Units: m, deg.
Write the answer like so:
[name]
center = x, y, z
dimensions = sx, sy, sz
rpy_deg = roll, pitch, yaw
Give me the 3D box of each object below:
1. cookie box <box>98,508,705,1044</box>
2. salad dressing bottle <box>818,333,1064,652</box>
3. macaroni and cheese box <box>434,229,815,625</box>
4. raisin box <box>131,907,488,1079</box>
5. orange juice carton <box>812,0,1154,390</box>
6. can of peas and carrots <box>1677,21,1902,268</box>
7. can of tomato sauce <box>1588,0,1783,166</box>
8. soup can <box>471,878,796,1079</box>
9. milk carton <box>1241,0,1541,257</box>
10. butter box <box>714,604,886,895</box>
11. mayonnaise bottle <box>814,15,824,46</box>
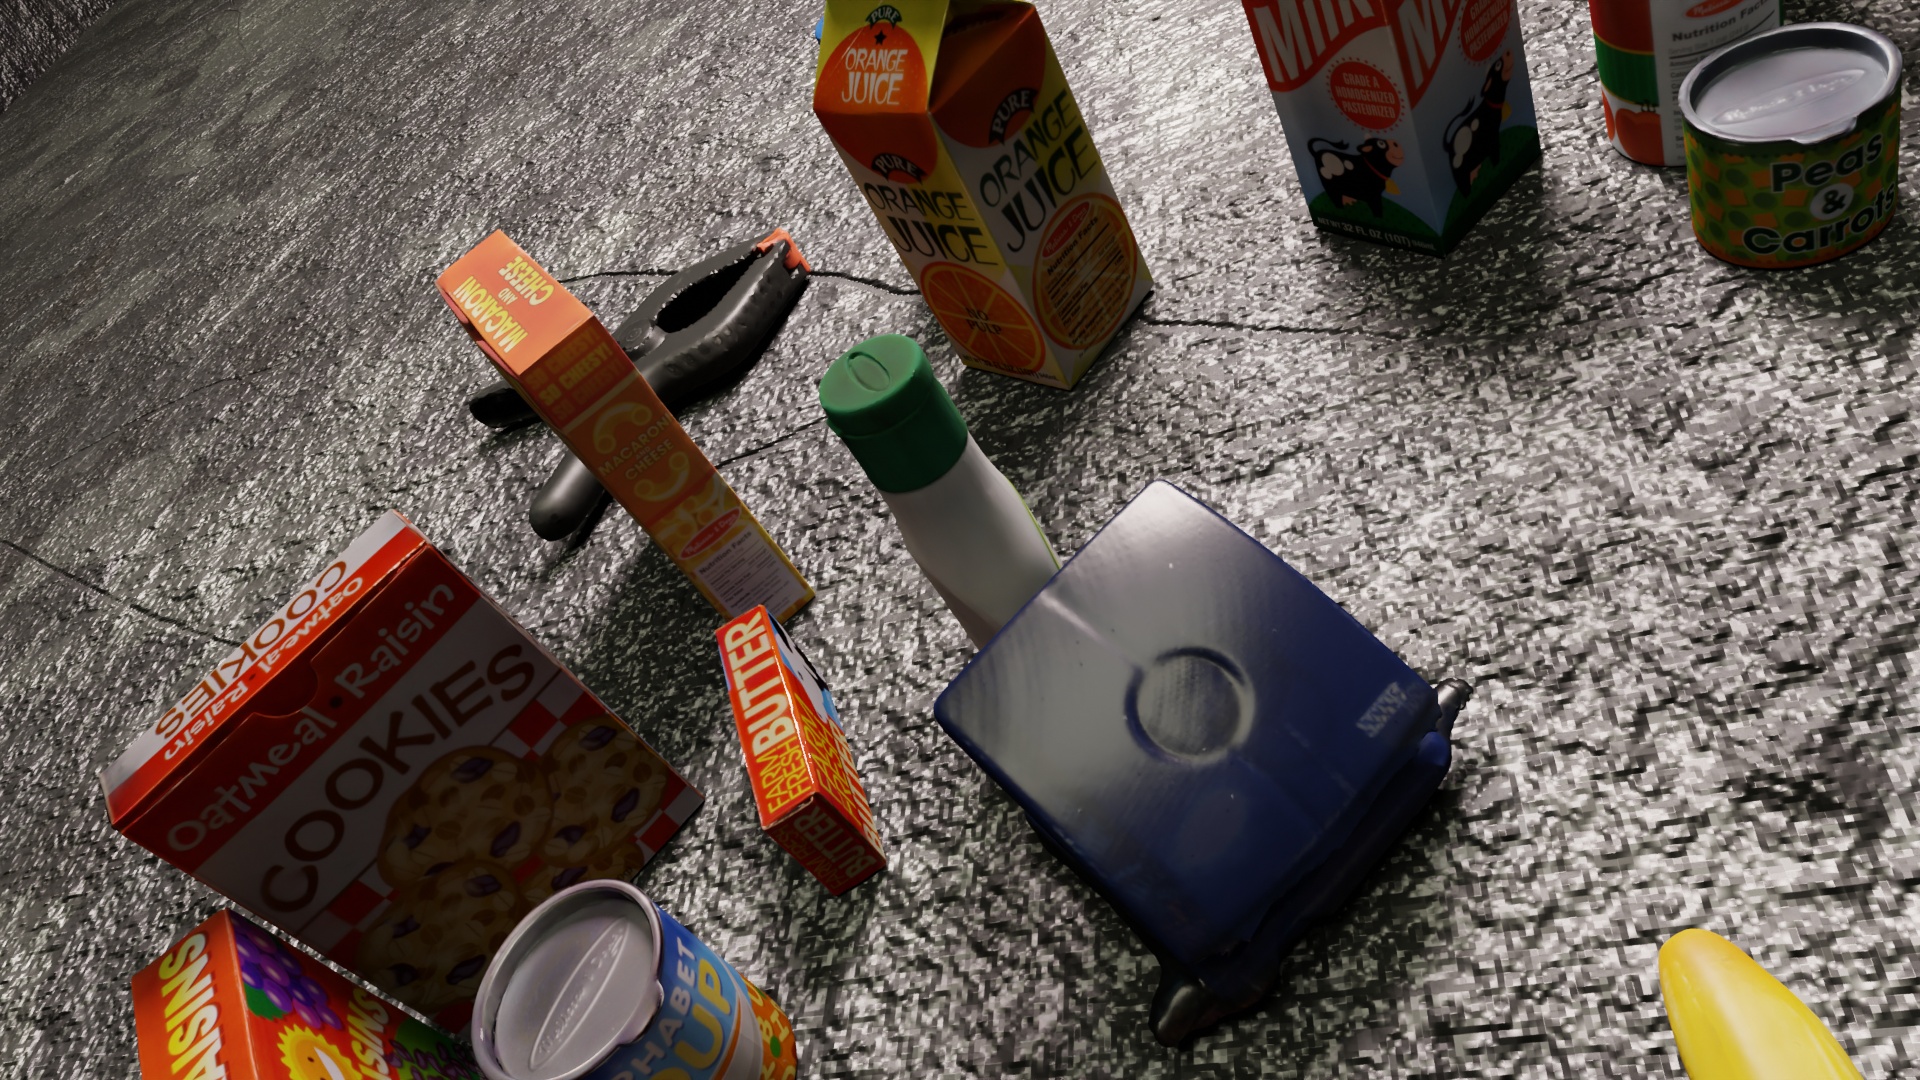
[cookie box]
center = -0.185, 0.089, 0.491
dimensions = 0.123, 0.166, 0.040
rpy_deg = -48, 43, -16
[salad dressing bottle]
center = 0.002, -0.006, 0.479
dimensions = 0.044, 0.147, 0.064
rpy_deg = -38, 41, -4
[macaroni and cheese box]
center = -0.142, -0.042, 0.591
dimensions = 0.040, 0.166, 0.124
rpy_deg = -42, 41, -9
[raisin box]
center = -0.198, 0.182, 0.443
dimensions = 0.040, 0.123, 0.086
rpy_deg = -40, 41, -8
[orange juice carton]
center = 0.006, -0.160, 0.592
dimensions = 0.072, 0.192, 0.073
rpy_deg = 19, 63, 43
[can of peas and carrots]
center = 0.293, -0.137, 0.490
dimensions = 0.071, 0.058, 0.071
rpy_deg = -18, 43, 17
[can of tomato sauce]
center = 0.281, -0.200, 0.539
dimensions = 0.071, 0.082, 0.071
rpy_deg = -18, 43, 18
[soup can]
center = -0.097, 0.156, 0.434
dimensions = 0.071, 0.083, 0.072
rpy_deg = -18, 43, 18
[milk carton]
center = 0.163, -0.211, 0.543
dimensions = 0.073, 0.190, 0.072
rpy_deg = -46, 42, -14
[butter box]
center = -0.060, 0.075, 0.512
dimensions = 0.024, 0.053, 0.104
rpy_deg = -31, 41, 4
[mayonnaise bottle]
center = -0.019, -0.190, 0.671
dimensions = 0.064, 0.147, 0.041
rpy_deg = -1, 50, 32
